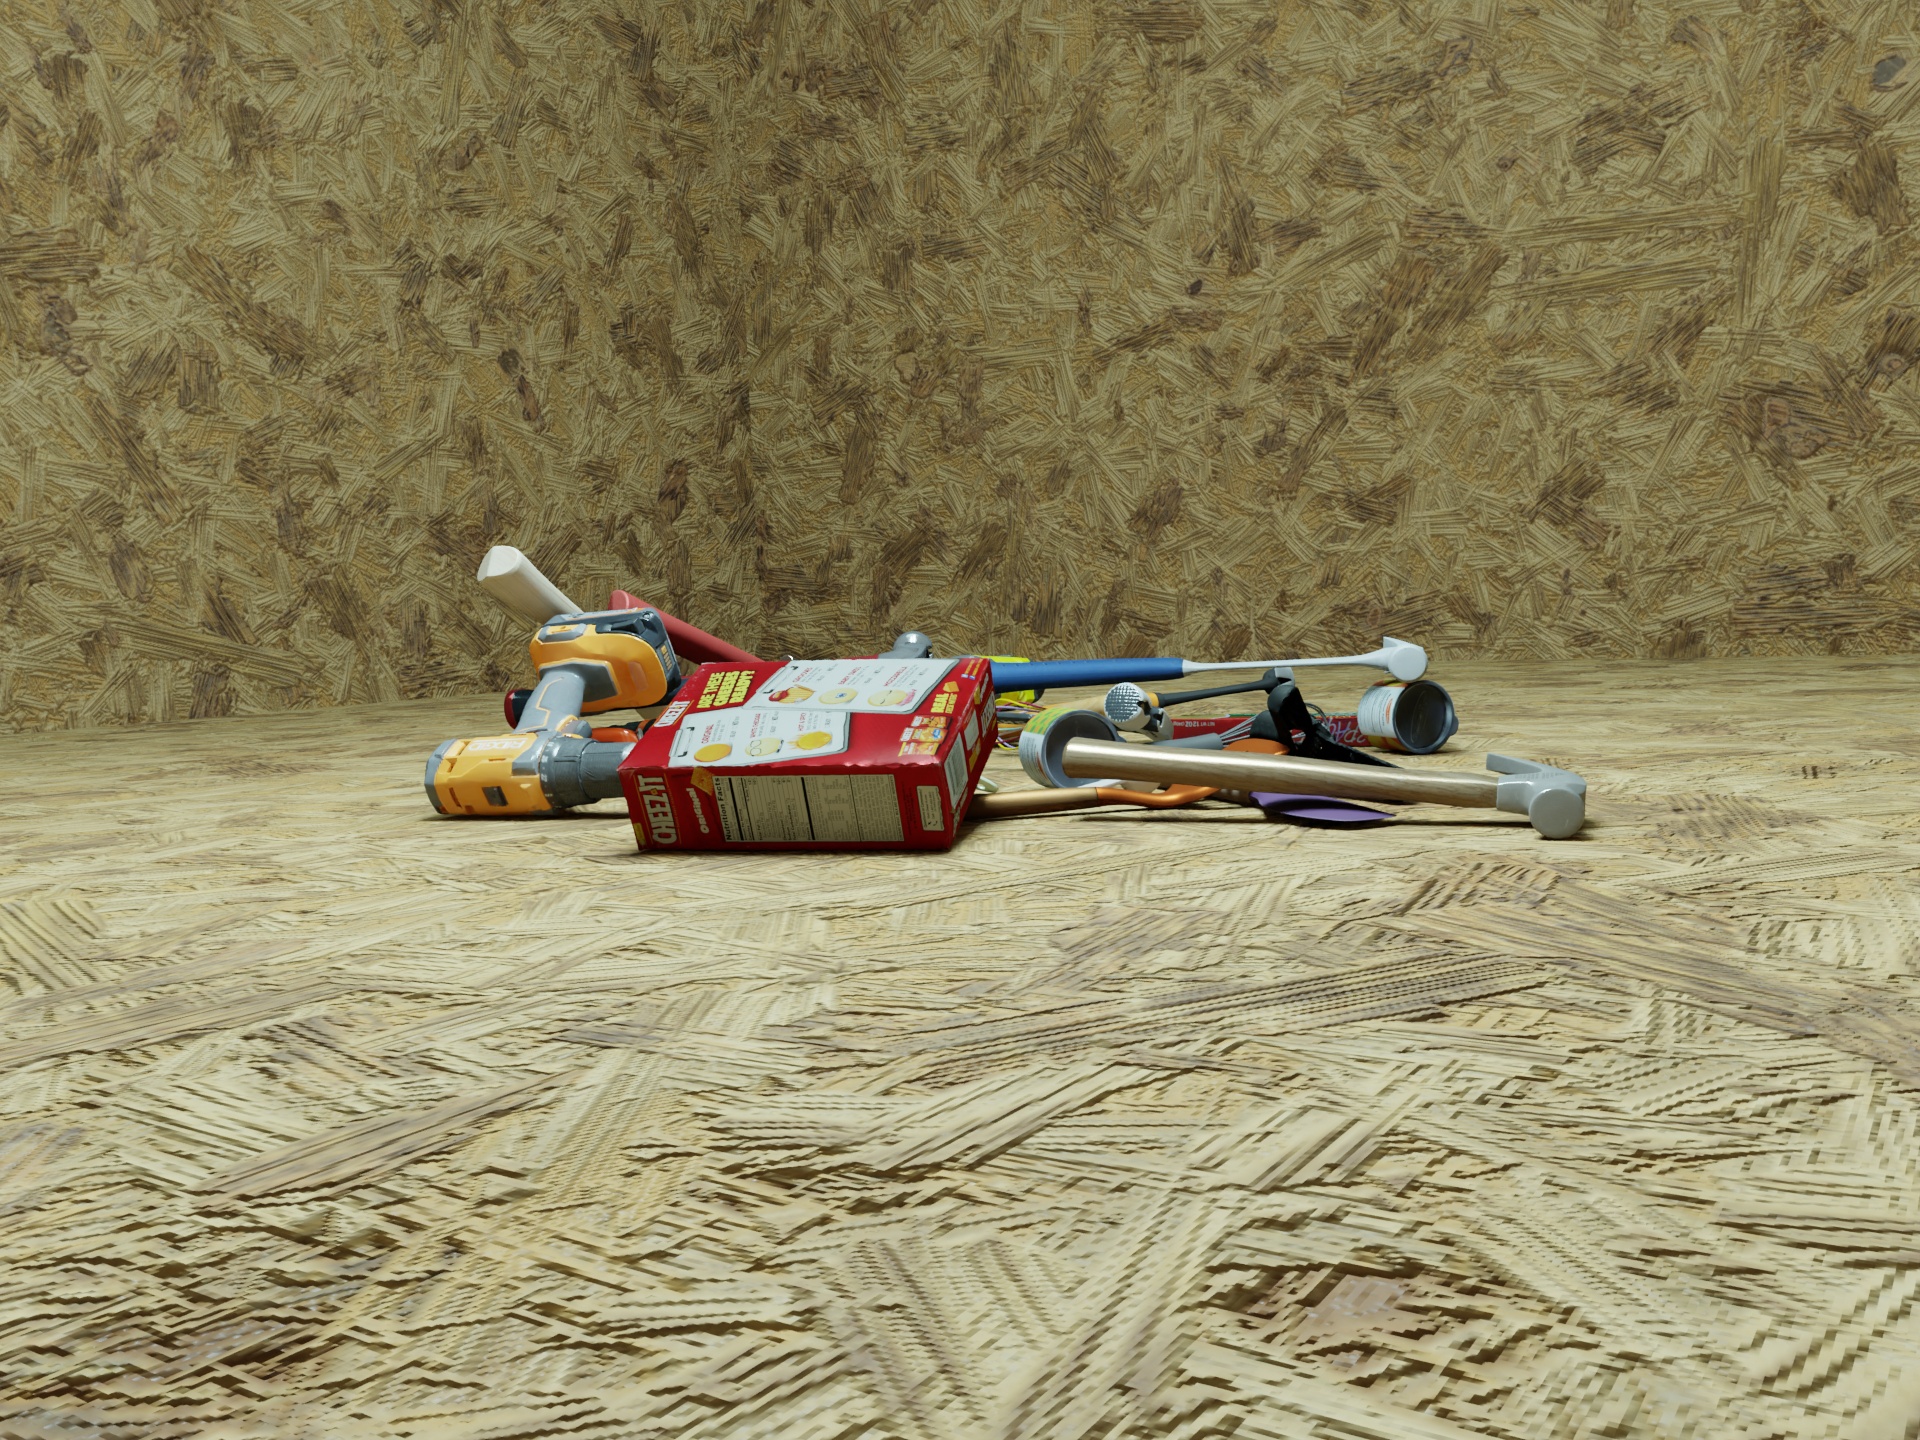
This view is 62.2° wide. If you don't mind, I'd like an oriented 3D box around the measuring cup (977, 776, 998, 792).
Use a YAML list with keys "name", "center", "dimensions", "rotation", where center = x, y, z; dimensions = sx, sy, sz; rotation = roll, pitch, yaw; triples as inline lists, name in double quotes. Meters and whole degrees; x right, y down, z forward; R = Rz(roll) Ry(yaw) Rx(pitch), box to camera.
- name: "measuring cup"
  center: [-0.054, 0.042, 1.259]
  dimensions: [0.167, 0.038, 0.083]
  rotation: [17, -31, 10]

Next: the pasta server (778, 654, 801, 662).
- name: "pasta server"
  center: [-0.071, -0.006, 1.312]
  dimensions: [0.060, 0.040, 0.316]
  rotation: [5, -14, 23]

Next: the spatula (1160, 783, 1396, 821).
- name: "spatula"
  center: [0.197, 0.051, 1.143]
  dimensions: [0.059, 0.018, 0.316]
  rotation: [-3, 5, -21]

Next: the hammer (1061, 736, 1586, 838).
- name: "hammer"
  center: [0.229, 0.036, 1.034]
  dimensions: [0.331, 0.031, 0.130]
  rotation: [4, 8, 20]

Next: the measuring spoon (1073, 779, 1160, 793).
- name: "measuring spoon"
  center: [0.100, 0.056, 1.179]
  dimensions: [0.124, 0.018, 0.034]
  rotation: [-13, 9, -33]

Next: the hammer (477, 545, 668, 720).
- name: "hammer"
  center: [-0.321, -0.055, 1.505]
  dimensions: [0.146, 0.038, 0.410]
  rotation: [-3, -23, 15]

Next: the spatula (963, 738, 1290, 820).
- name: "spatula"
  center: [0.070, 0.047, 1.116]
  dimensions: [0.322, 0.041, 0.081]
  rotation: [-4, 6, -12]

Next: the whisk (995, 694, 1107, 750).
- name: "whisk"
  center: [0.081, -0.005, 1.520]
  dimensions: [0.051, 0.047, 0.245]
  rotation: [18, -13, -23]

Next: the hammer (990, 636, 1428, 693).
- name: "hammer"
  center: [0.219, -0.048, 1.477]
  dimensions: [0.405, 0.035, 0.144]
  rotation: [-2, 5, 13]

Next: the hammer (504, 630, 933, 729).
- name: "hammer"
  center: [-0.220, -0.027, 1.411]
  dimensions: [0.386, 0.038, 0.143]
  rotation: [-7, 13, 5]

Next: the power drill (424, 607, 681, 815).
- name: "power drill"
  center: [-0.301, -0.004, 1.285]
  dimensions: [0.185, 0.084, 0.226]
  rotation: [-3, 33, 18]

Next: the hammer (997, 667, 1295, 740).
- name: "hammer"
  center: [0.169, -0.014, 1.615]
  dimensions: [0.337, 0.034, 0.127]
  rotation: [-10, -1, 14]

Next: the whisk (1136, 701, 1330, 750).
- name: "whisk"
  center: [0.213, 0.025, 1.338]
  dimensions: [0.239, 0.055, 0.055]
  rotation: [-9, 6, -22]

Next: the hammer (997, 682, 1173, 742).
- name: "hammer"
  center: [-0.002, -0.005, 1.433]
  dimensions: [0.409, 0.036, 0.149]
  rotation: [4, -14, 28]

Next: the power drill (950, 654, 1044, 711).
- name: "power drill"
  center: [-0.027, -0.028, 1.723]
  dimensions: [0.223, 0.080, 0.171]
  rotation: [-8, -3, 32]

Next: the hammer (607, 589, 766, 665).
- name: "hammer"
  center: [-0.194, -0.050, 1.523]
  dimensions: [0.149, 0.037, 0.358]
  rotation: [-21, -28, 28]
